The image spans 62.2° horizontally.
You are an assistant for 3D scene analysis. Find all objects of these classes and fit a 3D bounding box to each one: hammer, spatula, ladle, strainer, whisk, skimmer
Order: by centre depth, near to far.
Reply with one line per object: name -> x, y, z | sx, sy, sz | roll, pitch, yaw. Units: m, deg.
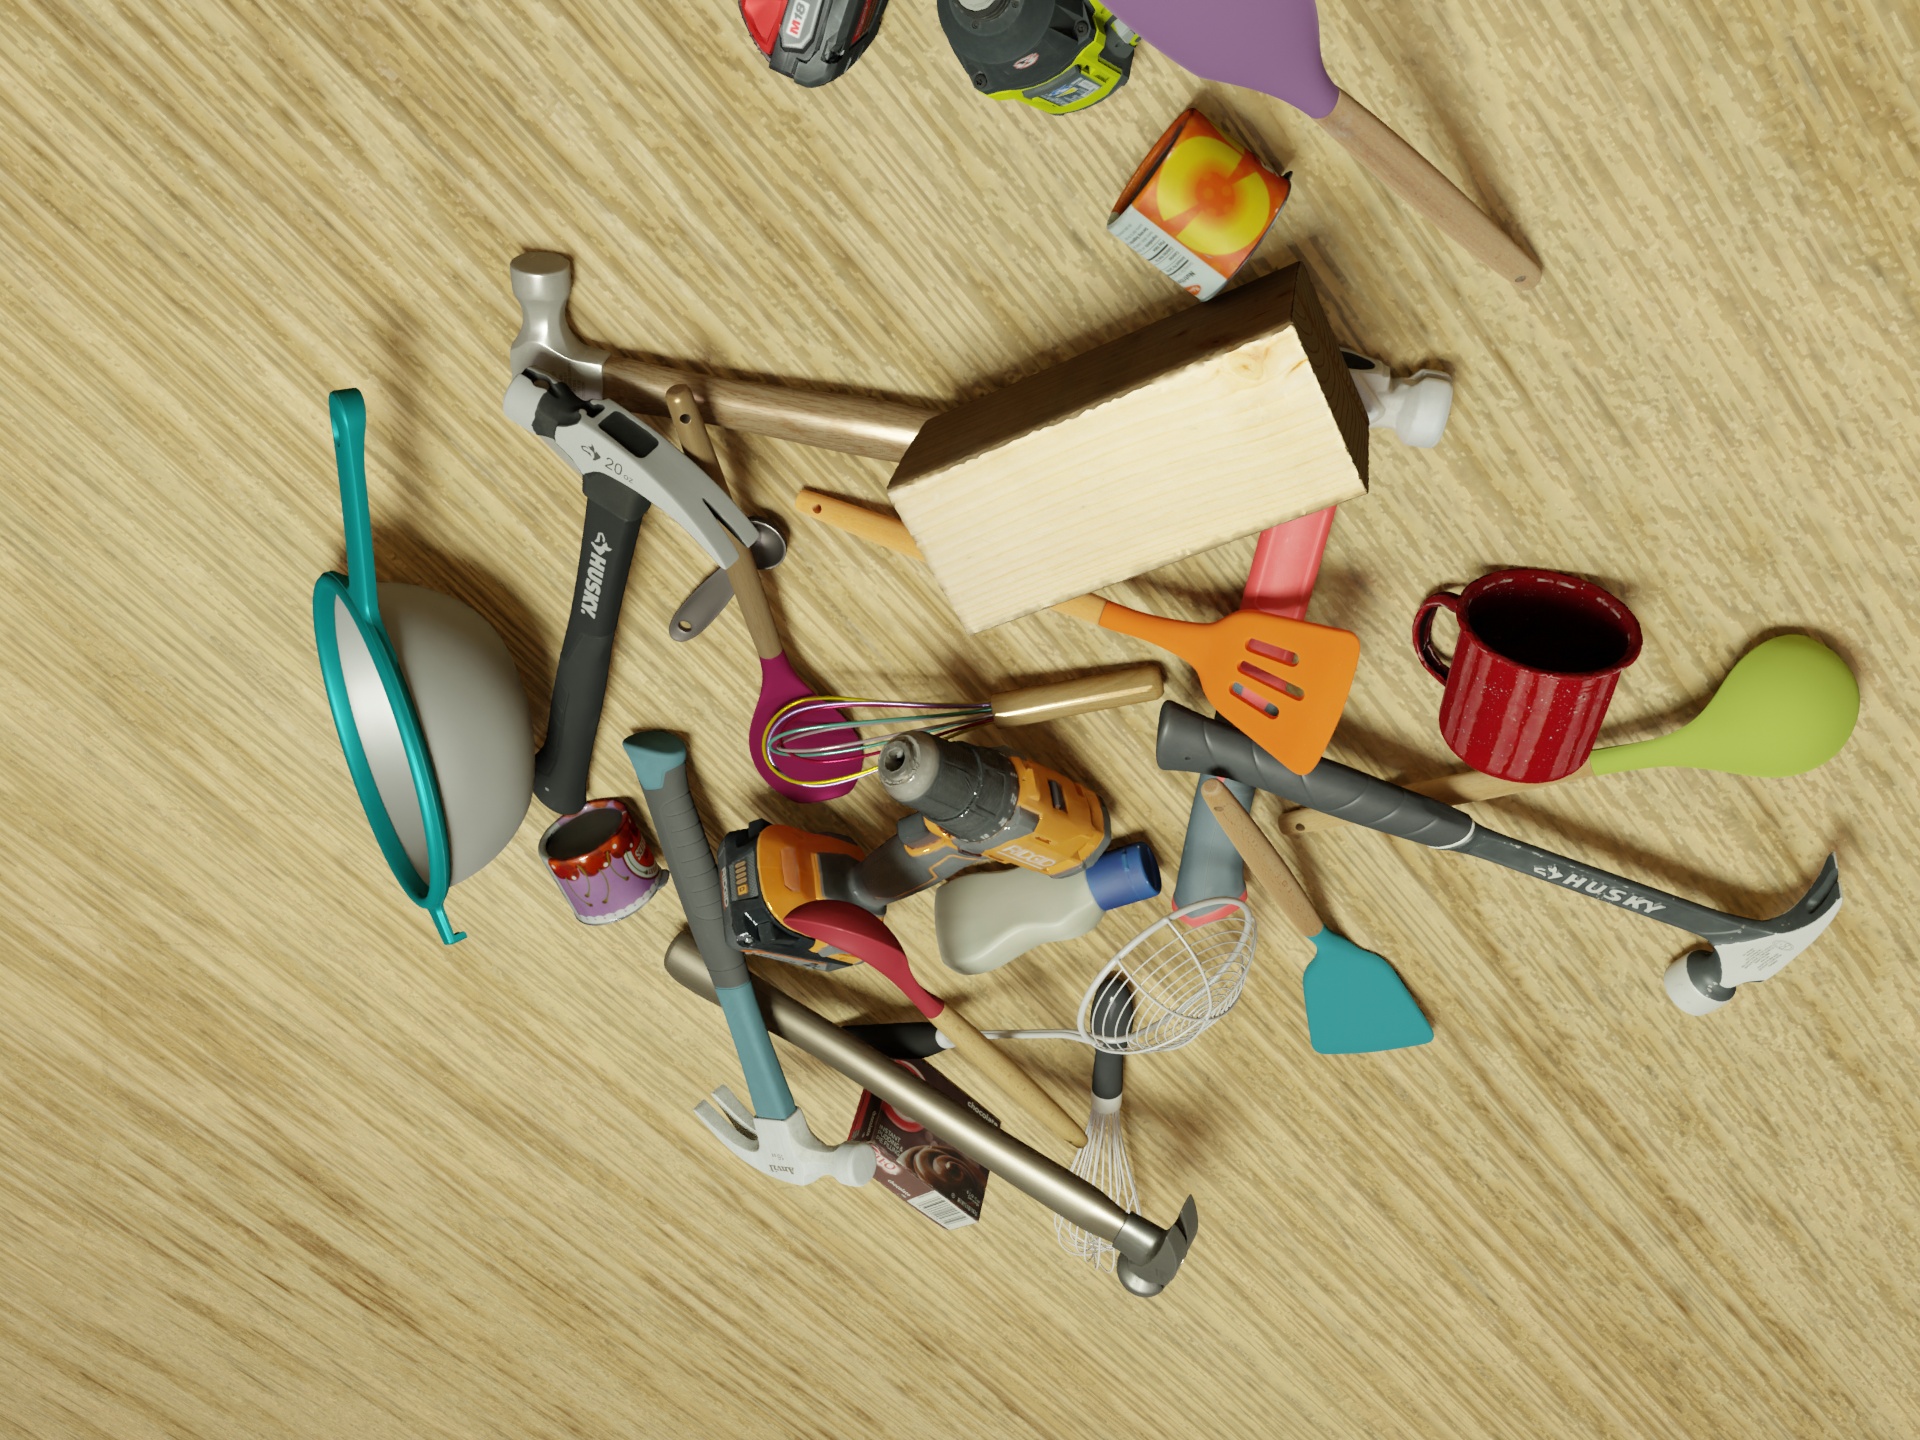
spatula -> 0.162, -0.240, 0.642 | 0.060, 0.018, 0.315 | -26, 152, 37
hammer -> -0.081, -0.161, 0.860 | 0.331, 0.031, 0.130 | 11, 128, 5
spatula -> 0.053, -0.066, 0.864 | 0.322, 0.041, 0.081 | 21, 109, 11
hammer -> 0.153, -0.031, 0.902 | 0.143, 0.038, 0.386 | 12, 129, 6
hammer -> 0.298, 0.068, 0.903 | 0.409, 0.036, 0.149 | 19, 143, -8
ladle -> 0.333, 0.022, 0.906 | 0.320, 0.062, 0.078 | -15, 118, 31
strainer -> -0.308, -0.047, 0.935 | 0.095, 0.211, 0.340 | -17, 137, -30
whisk -> -0.002, -0.005, 0.944 | 0.245, 0.047, 0.051 | -10, 147, 9
hammer -> -0.216, -0.046, 0.945 | 0.146, 0.035, 0.334 | 32, 138, 5
spatula -> 0.209, 0.125, 0.972 | 0.082, 0.044, 0.317 | -12, 143, 26
ladle -> -0.001, 0.194, 0.995 | 0.069, 0.031, 0.315 | 2, 144, 43
skimmer -> 0.034, 0.178, 1.059 | 0.127, 0.090, 0.363 | 5, 167, -45
hammer -> -0.156, 0.162, 1.063 | 0.128, 0.033, 0.331 | -5, 108, 35
hammer -> -0.030, 0.253, 1.079 | 0.411, 0.038, 0.146 | 29, 151, 14
whisk -> 0.104, 0.296, 1.160 | 0.070, 0.070, 0.284 | 6, 123, 9

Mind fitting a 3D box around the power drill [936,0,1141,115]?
power drill -> 0.102, -0.310, 0.616 | 0.223, 0.171, 0.080 | -20, 99, 21

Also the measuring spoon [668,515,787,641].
measuring spoon -> -0.141, -0.084, 0.949 | 0.034, 0.018, 0.124 | 36, 133, -16

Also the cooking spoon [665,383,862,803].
cooking spoon -> -0.117, -0.060, 0.930 | 0.069, 0.017, 0.318 | -11, 134, 3

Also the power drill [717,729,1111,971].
power drill -> -0.046, 0.076, 0.965 | 0.226, 0.084, 0.185 | -24, 151, 28

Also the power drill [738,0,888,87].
power drill -> -0.132, -0.371, 0.685 | 0.219, 0.079, 0.143 | 25, 128, -3
